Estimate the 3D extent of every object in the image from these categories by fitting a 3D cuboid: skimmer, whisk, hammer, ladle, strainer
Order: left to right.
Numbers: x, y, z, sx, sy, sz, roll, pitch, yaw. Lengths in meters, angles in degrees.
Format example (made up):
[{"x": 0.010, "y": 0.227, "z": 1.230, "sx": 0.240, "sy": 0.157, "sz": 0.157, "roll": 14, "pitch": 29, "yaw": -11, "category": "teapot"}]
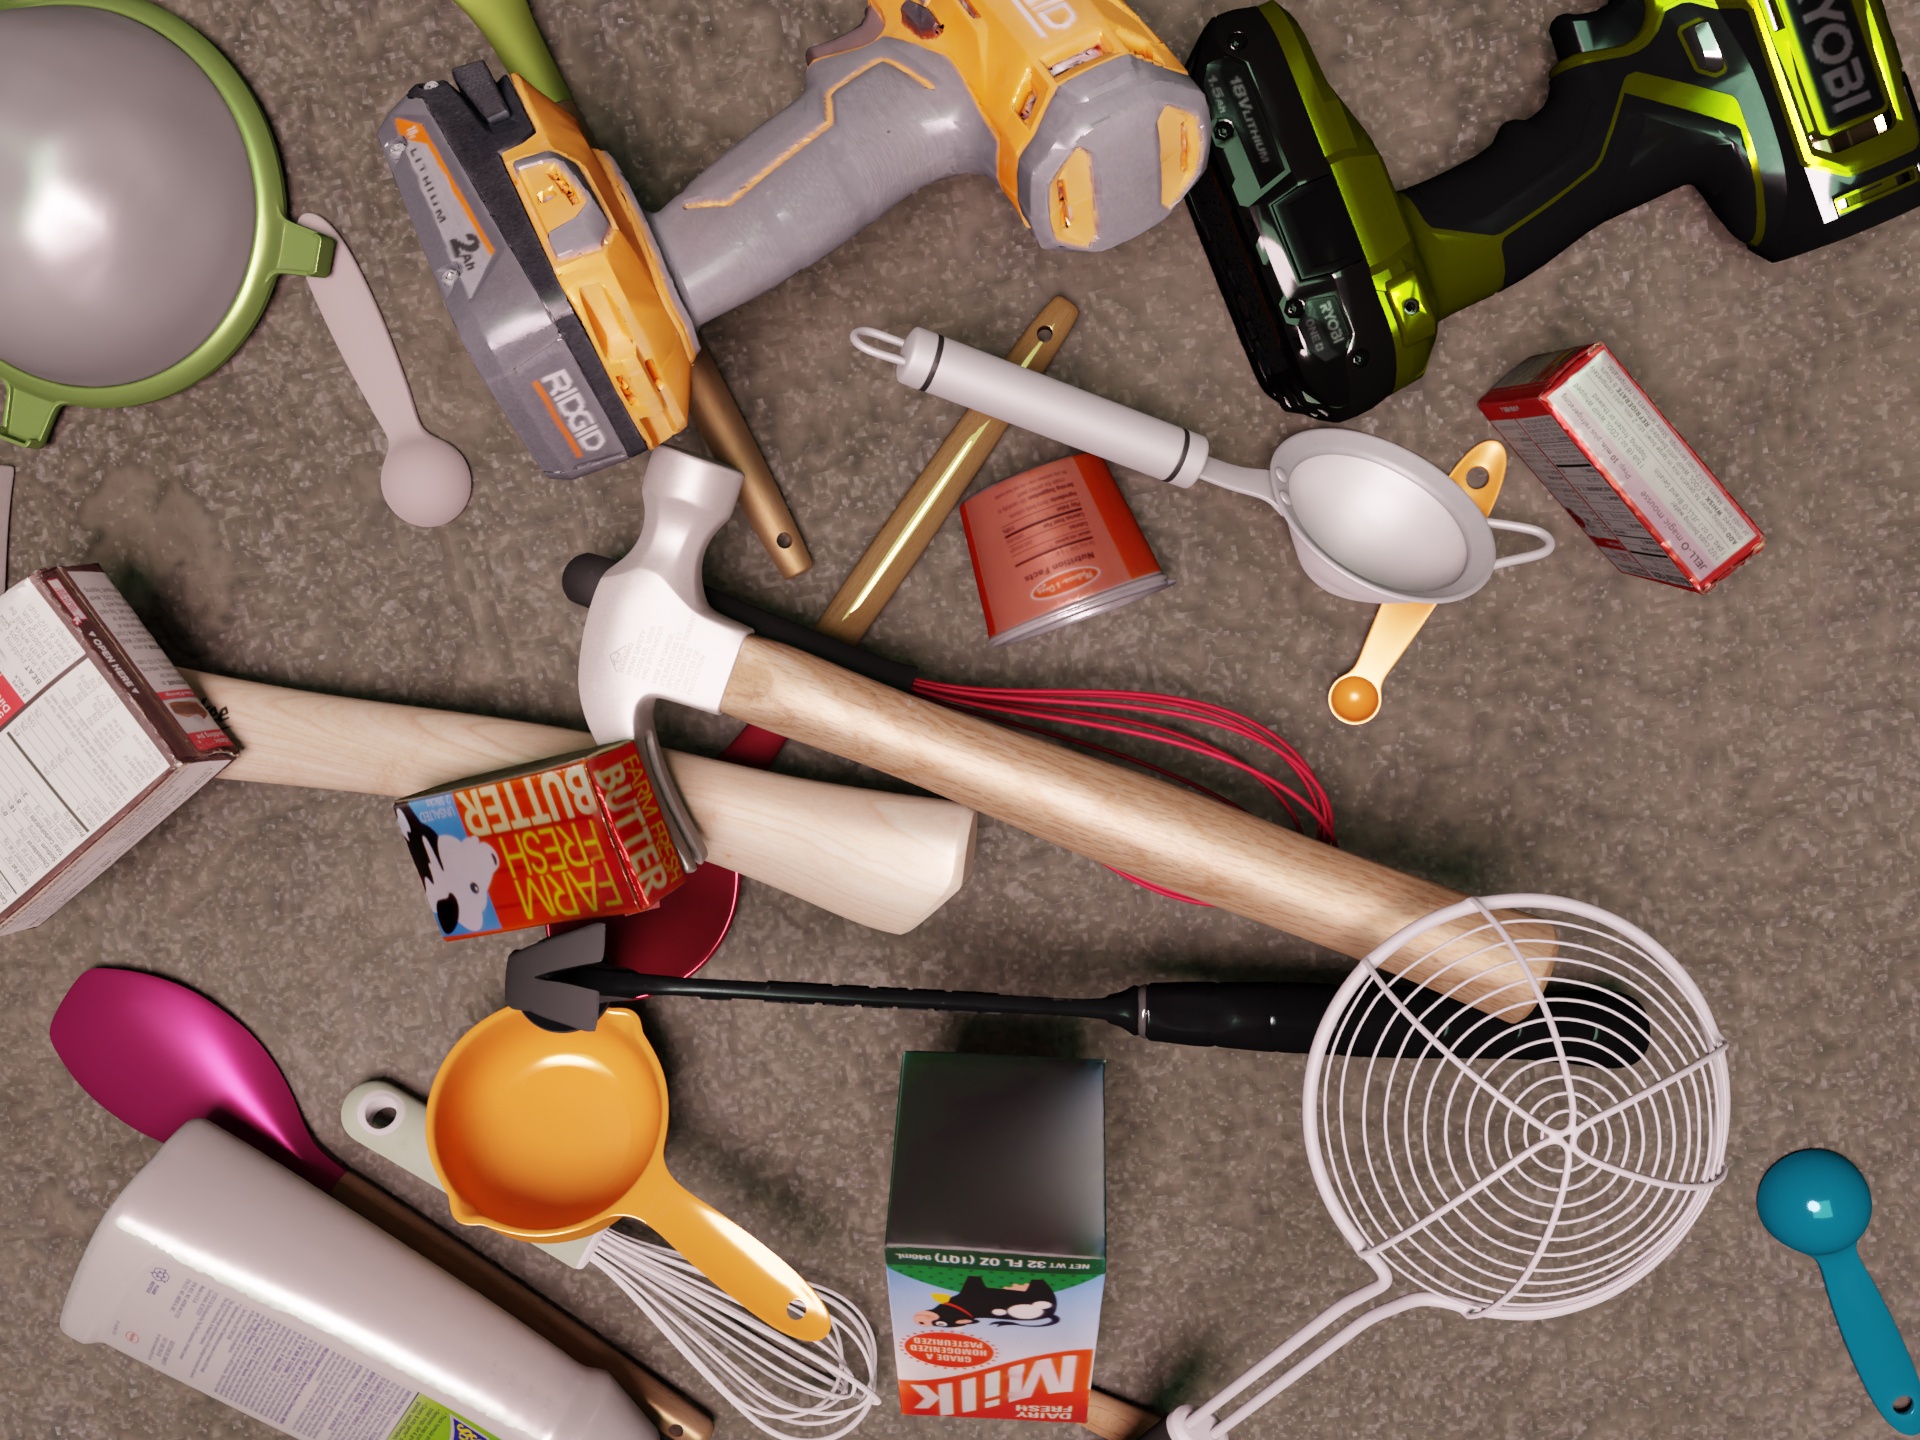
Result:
[{"x": -0.350, "y": -0.234, "z": 0.557, "sx": 0.151, "sy": 0.069, "sz": 0.256, "roll": -27, "pitch": 97, "yaw": 9, "category": "strainer"}, {"x": -0.196, "y": 0.004, "z": 0.586, "sx": 0.410, "sy": 0.038, "sz": 0.146, "roll": 9, "pitch": 99, "yaw": 8, "category": "hammer"}, {"x": -0.131, "y": -0.194, "z": 0.562, "sx": 0.078, "sy": 0.062, "sz": 0.320, "roll": -29, "pitch": 100, "yaw": -7, "category": "ladle"}, {"x": -0.140, "y": 0.212, "z": 0.637, "sx": 0.246, "sy": 0.059, "sz": 0.058, "roll": 30, "pitch": 63, "yaw": 2, "category": "whisk"}, {"x": -0.053, "y": -0.026, "z": 0.599, "sx": 0.069, "sy": 0.031, "sz": 0.315, "roll": 36, "pitch": 98, "yaw": -3, "category": "ladle"}, {"x": -0.001, "y": -0.002, "z": 0.566, "sx": 0.296, "sy": 0.073, "sz": 0.073, "roll": 20, "pitch": 100, "yaw": -2, "category": "whisk"}, {"x": 0.032, "y": 0.027, "z": 0.522, "sx": 0.331, "sy": 0.031, "sz": 0.130, "roll": 21, "pitch": 98, "yaw": 3, "category": "hammer"}, {"x": 0.049, "y": 0.100, "z": 0.558, "sx": 0.409, "sy": 0.149, "sz": 0.036, "roll": 4, "pitch": 79, "yaw": -10, "category": "hammer"}, {"x": 0.083, "y": -0.087, "z": 0.546, "sx": 0.258, "sy": 0.087, "sz": 0.050, "roll": 18, "pitch": 136, "yaw": -16, "category": "strainer"}, {"x": 0.119, "y": 0.203, "z": 0.561, "sx": 0.127, "sy": 0.090, "sz": 0.363, "roll": 29, "pitch": 131, "yaw": 0, "category": "skimmer"}]

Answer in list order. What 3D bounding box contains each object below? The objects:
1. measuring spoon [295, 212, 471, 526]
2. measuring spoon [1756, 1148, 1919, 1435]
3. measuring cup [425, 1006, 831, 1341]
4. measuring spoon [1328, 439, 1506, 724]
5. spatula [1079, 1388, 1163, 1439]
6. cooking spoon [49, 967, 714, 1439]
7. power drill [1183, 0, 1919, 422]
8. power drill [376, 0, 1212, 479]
[{"x": -0.221, "y": -0.131, "z": 0.594, "sx": 0.034, "sy": 0.018, "sz": 0.124, "roll": -22, "pitch": 97, "yaw": 7, "category": "measuring spoon"}, {"x": 0.353, "y": 0.228, "z": 0.620, "sx": 0.042, "sy": 0.021, "sz": 0.128, "roll": -25, "pitch": 96, "yaw": 7, "category": "measuring spoon"}, {"x": -0.121, "y": 0.179, "z": 0.603, "sx": 0.173, "sy": 0.052, "sz": 0.095, "roll": 36, "pitch": 66, "yaw": 6, "category": "measuring cup"}, {"x": 0.171, "y": -0.051, "z": 0.592, "sx": 0.021, "sy": 0.011, "sz": 0.117, "roll": 29, "pitch": 96, "yaw": 8, "category": "measuring spoon"}, {"x": 0.179, "y": 0.343, "z": 0.638, "sx": 0.317, "sy": 0.044, "sz": 0.082, "roll": 25, "pitch": 120, "yaw": 0, "category": "spatula"}, {"x": -0.234, "y": 0.205, "z": 0.651, "sx": 0.319, "sy": 0.017, "sz": 0.068, "roll": 35, "pitch": 102, "yaw": -3, "category": "cooking spoon"}, {"x": 0.190, "y": -0.210, "z": 0.533, "sx": 0.223, "sy": 0.080, "sz": 0.171, "roll": -23, "pitch": 97, "yaw": 3, "category": "power drill"}, {"x": -0.061, "y": -0.194, "z": 0.504, "sx": 0.226, "sy": 0.084, "sz": 0.186, "roll": -26, "pitch": 62, "yaw": -4, "category": "power drill"}]
